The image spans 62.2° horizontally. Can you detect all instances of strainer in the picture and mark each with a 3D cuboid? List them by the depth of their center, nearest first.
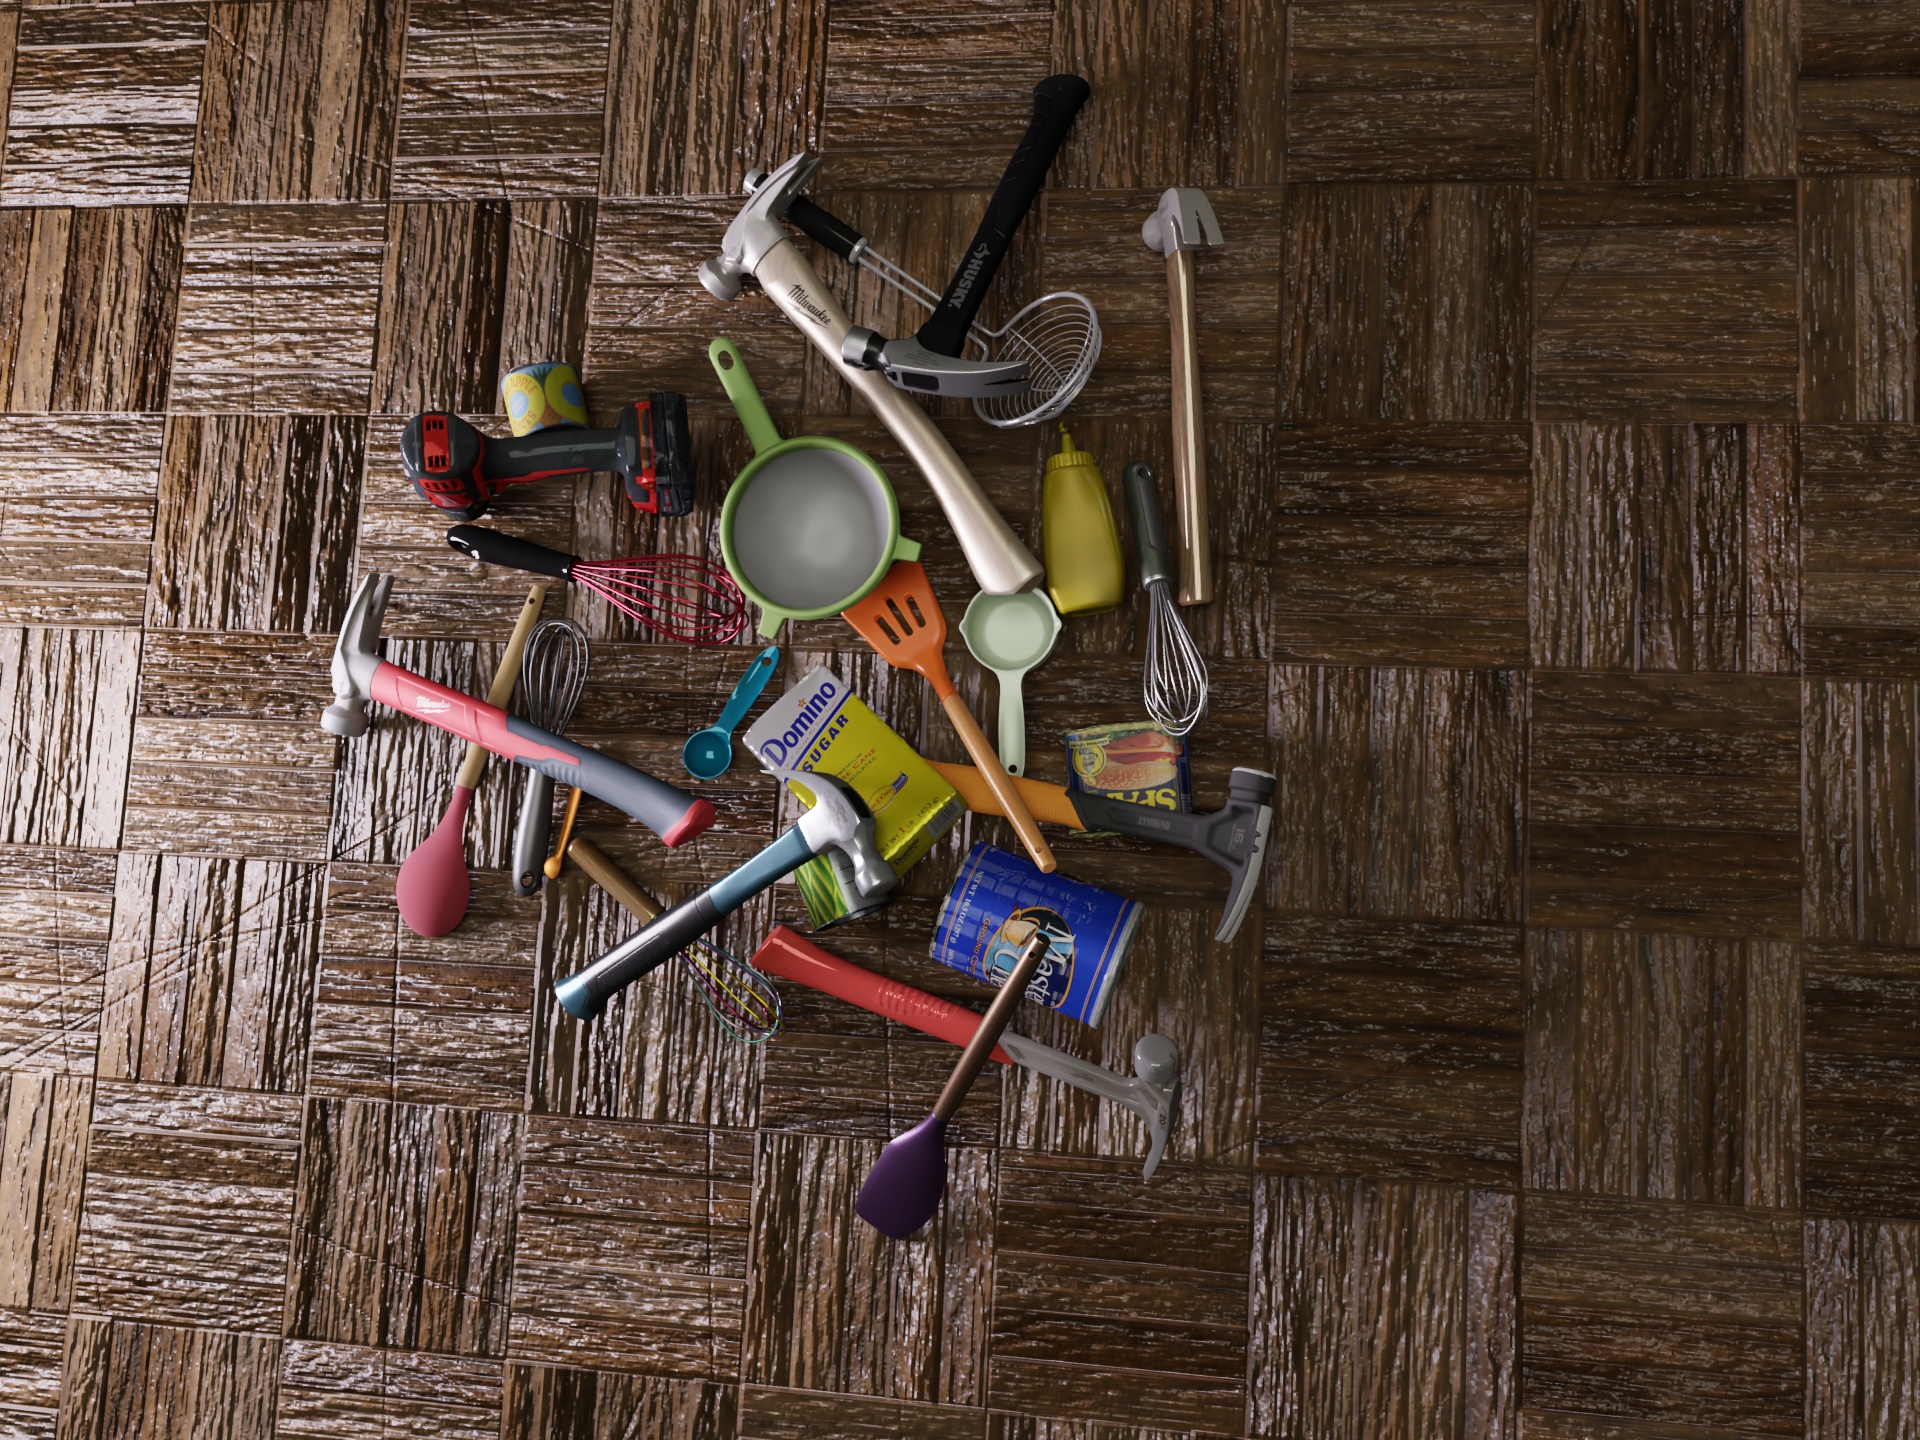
[{"bbox_3d":[-0.141,-0.201,1.323,0.151,0.069,0.256,-28,80,8],"label":"strainer"}]

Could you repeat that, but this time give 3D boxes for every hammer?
[{"bbox_3d":[0.070,0.073,1.226,0.337,0.034,0.127,11,85,28],"label":"hammer"},{"bbox_3d":[-0.198,0.148,1.246,0.331,0.033,0.128,-34,69,24],"label":"hammer"},{"bbox_3d":[-0.002,0.245,1.247,0.359,0.149,0.037,18,45,20],"label":"hammer"},{"bbox_3d":[0.182,-0.258,1.270,0.031,0.130,0.331,-3,91,-7],"label":"hammer"},{"bbox_3d":[0.036,-0.397,1.281,0.146,0.035,0.335,18,66,13],"label":"hammer"},{"bbox_3d":[-0.057,-0.273,1.297,0.146,0.038,0.411,-44,75,27],"label":"hammer"},{"bbox_3d":[-0.361,0.000,1.303,0.386,0.038,0.143,20,97,22],"label":"hammer"}]

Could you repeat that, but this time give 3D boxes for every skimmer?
[{"bbox_3d":[-0.043,-0.368,1.316,0.363,0.090,0.127,36,92,11],"label":"skimmer"}]

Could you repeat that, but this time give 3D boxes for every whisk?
[{"bbox_3d":[0.158,-0.101,1.254,0.057,0.059,0.247,7,62,-28],"label":"whisk"},{"bbox_3d":[-0.235,0.180,1.311,0.245,0.047,0.051,38,92,15],"label":"whisk"},{"bbox_3d":[-0.353,0.030,1.342,0.055,0.055,0.239,7,89,9],"label":"whisk"},{"bbox_3d":[-0.309,-0.124,1.345,0.296,0.073,0.073,15,86,17],"label":"whisk"}]

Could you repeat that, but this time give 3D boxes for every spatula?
[{"bbox_3d":[-0.002,0.283,1.206,0.060,0.018,0.315,31,117,11],"label":"spatula"},{"bbox_3d":[-0.002,-0.004,1.249,0.081,0.041,0.323,-34,50,4],"label":"spatula"}]

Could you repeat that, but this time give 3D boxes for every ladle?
[{"bbox_3d":[-0.413,0.033,1.361,0.069,0.031,0.315,18,85,11],"label":"ladle"}]

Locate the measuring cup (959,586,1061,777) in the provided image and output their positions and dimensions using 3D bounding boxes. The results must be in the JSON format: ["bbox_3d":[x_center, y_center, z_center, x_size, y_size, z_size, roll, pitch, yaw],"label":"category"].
[{"bbox_3d":[0.043,-0.029,1.292,0.083,0.038,0.167,-1,85,9],"label":"measuring cup"}]

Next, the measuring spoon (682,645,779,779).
[{"bbox_3d":[-0.187,-0.006,1.338,0.042,0.021,0.128,29,80,12],"label":"measuring spoon"}]

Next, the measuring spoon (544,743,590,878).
[{"bbox_3d":[-0.332,0.076,1.342,0.011,0.021,0.117,19,79,-31],"label":"measuring spoon"}]

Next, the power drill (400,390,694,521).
[{"bbox_3d":[-0.339,-0.208,1.321,0.226,0.188,0.080,-5,84,-10],"label":"power drill"}]
